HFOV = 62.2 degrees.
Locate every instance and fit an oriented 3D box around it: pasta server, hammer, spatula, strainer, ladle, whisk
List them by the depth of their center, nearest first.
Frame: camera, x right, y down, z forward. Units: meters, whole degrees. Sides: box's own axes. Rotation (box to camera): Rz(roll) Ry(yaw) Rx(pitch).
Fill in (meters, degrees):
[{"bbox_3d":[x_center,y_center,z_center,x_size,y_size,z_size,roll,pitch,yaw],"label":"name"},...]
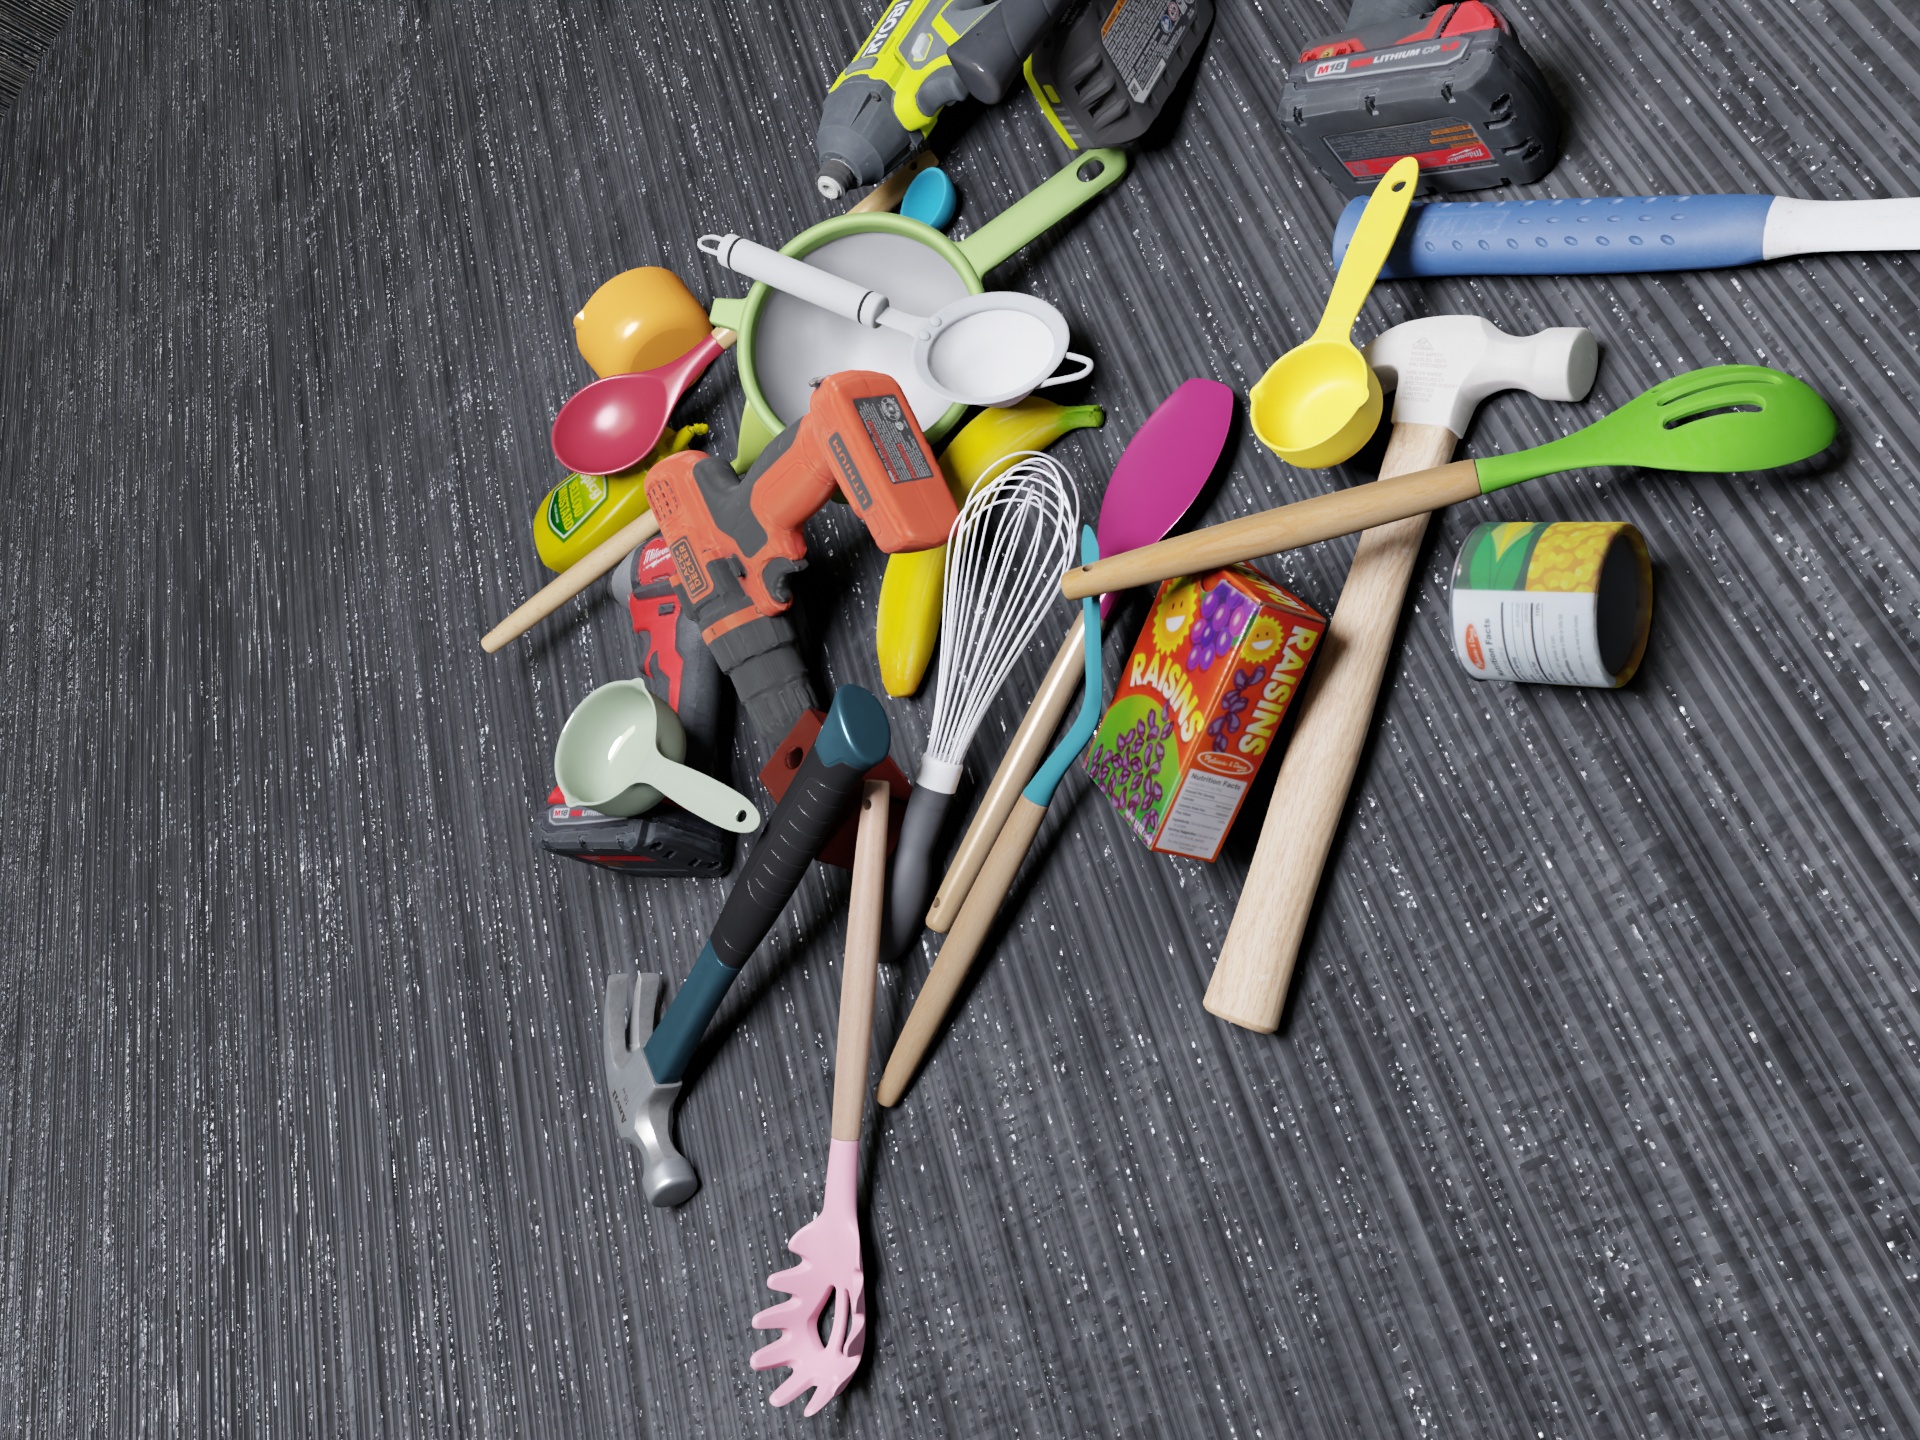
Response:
[{"bbox_3d":[0.331,-0.190,0.630,0.406,0.035,0.144,14,85,43],"label":"hammer"},{"bbox_3d":[0.173,-0.023,0.714,0.130,0.031,0.331,16,86,43],"label":"hammer"},{"bbox_3d":[0.017,0.057,0.797,0.082,0.044,0.317,-93,27,-75],"label":"spatula"},{"bbox_3d":[-0.061,0.188,0.815,0.060,0.040,0.316,2,85,33],"label":"pasta server"},{"bbox_3d":[-0.002,-0.003,0.832,0.070,0.070,0.284,28,104,43],"label":"whisk"},{"bbox_3d":[0.121,-0.474,0.833,0.149,0.036,0.409,23,71,40],"label":"hammer"},{"bbox_3d":[-0.121,0.117,0.871,0.331,0.033,0.128,-58,46,29],"label":"hammer"},{"bbox_3d":[-0.040,-0.224,0.883,0.258,0.050,0.087,27,64,18],"label":"strainer"},{"bbox_3d":[-0.008,-0.246,0.934,0.256,0.069,0.151,-35,79,5],"label":"strainer"},{"bbox_3d":[-0.140,-0.266,1.041,0.315,0.031,0.069,-37,75,10],"label":"ladle"},{"bbox_3d":[-0.218,-0.138,1.059,0.320,0.062,0.078,-32,19,24],"label":"ladle"}]

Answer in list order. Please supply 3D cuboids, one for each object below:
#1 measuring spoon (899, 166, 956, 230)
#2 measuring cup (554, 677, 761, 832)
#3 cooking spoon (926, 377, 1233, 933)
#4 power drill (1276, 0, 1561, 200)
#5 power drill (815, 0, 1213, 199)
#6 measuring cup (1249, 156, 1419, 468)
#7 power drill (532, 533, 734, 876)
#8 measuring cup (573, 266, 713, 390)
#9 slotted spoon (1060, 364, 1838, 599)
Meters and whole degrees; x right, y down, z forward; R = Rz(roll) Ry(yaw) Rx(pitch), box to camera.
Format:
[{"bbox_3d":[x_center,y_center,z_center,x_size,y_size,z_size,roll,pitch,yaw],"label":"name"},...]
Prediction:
[{"bbox_3d":[-0.041,-0.292,1.012,0.128,0.021,0.042,-49,48,29],"label":"measuring spoon"},{"bbox_3d":[-0.159,0.033,0.885,0.168,0.038,0.083,23,82,37],"label":"measuring cup"},{"bbox_3d":[0.058,-0.031,0.827,0.069,0.017,0.319,33,98,52],"label":"cooking spoon"},{"bbox_3d":[0.254,-0.367,0.736,0.188,0.080,0.227,9,78,42],"label":"power drill"},{"bbox_3d":[0.019,-0.379,0.924,0.223,0.080,0.171,7,61,44],"label":"power drill"},{"bbox_3d":[0.182,-0.185,0.727,0.062,0.029,0.156,14,75,44],"label":"measuring cup"},{"bbox_3d":[-0.190,-0.017,1.004,0.143,0.078,0.220,-3,70,39],"label":"power drill"},{"bbox_3d":[-0.231,-0.232,1.123,0.052,0.095,0.173,49,130,27],"label":"measuring cup"},{"bbox_3d":[0.189,-0.093,0.661,0.314,0.031,0.070,-13,35,21],"label":"slotted spoon"}]
